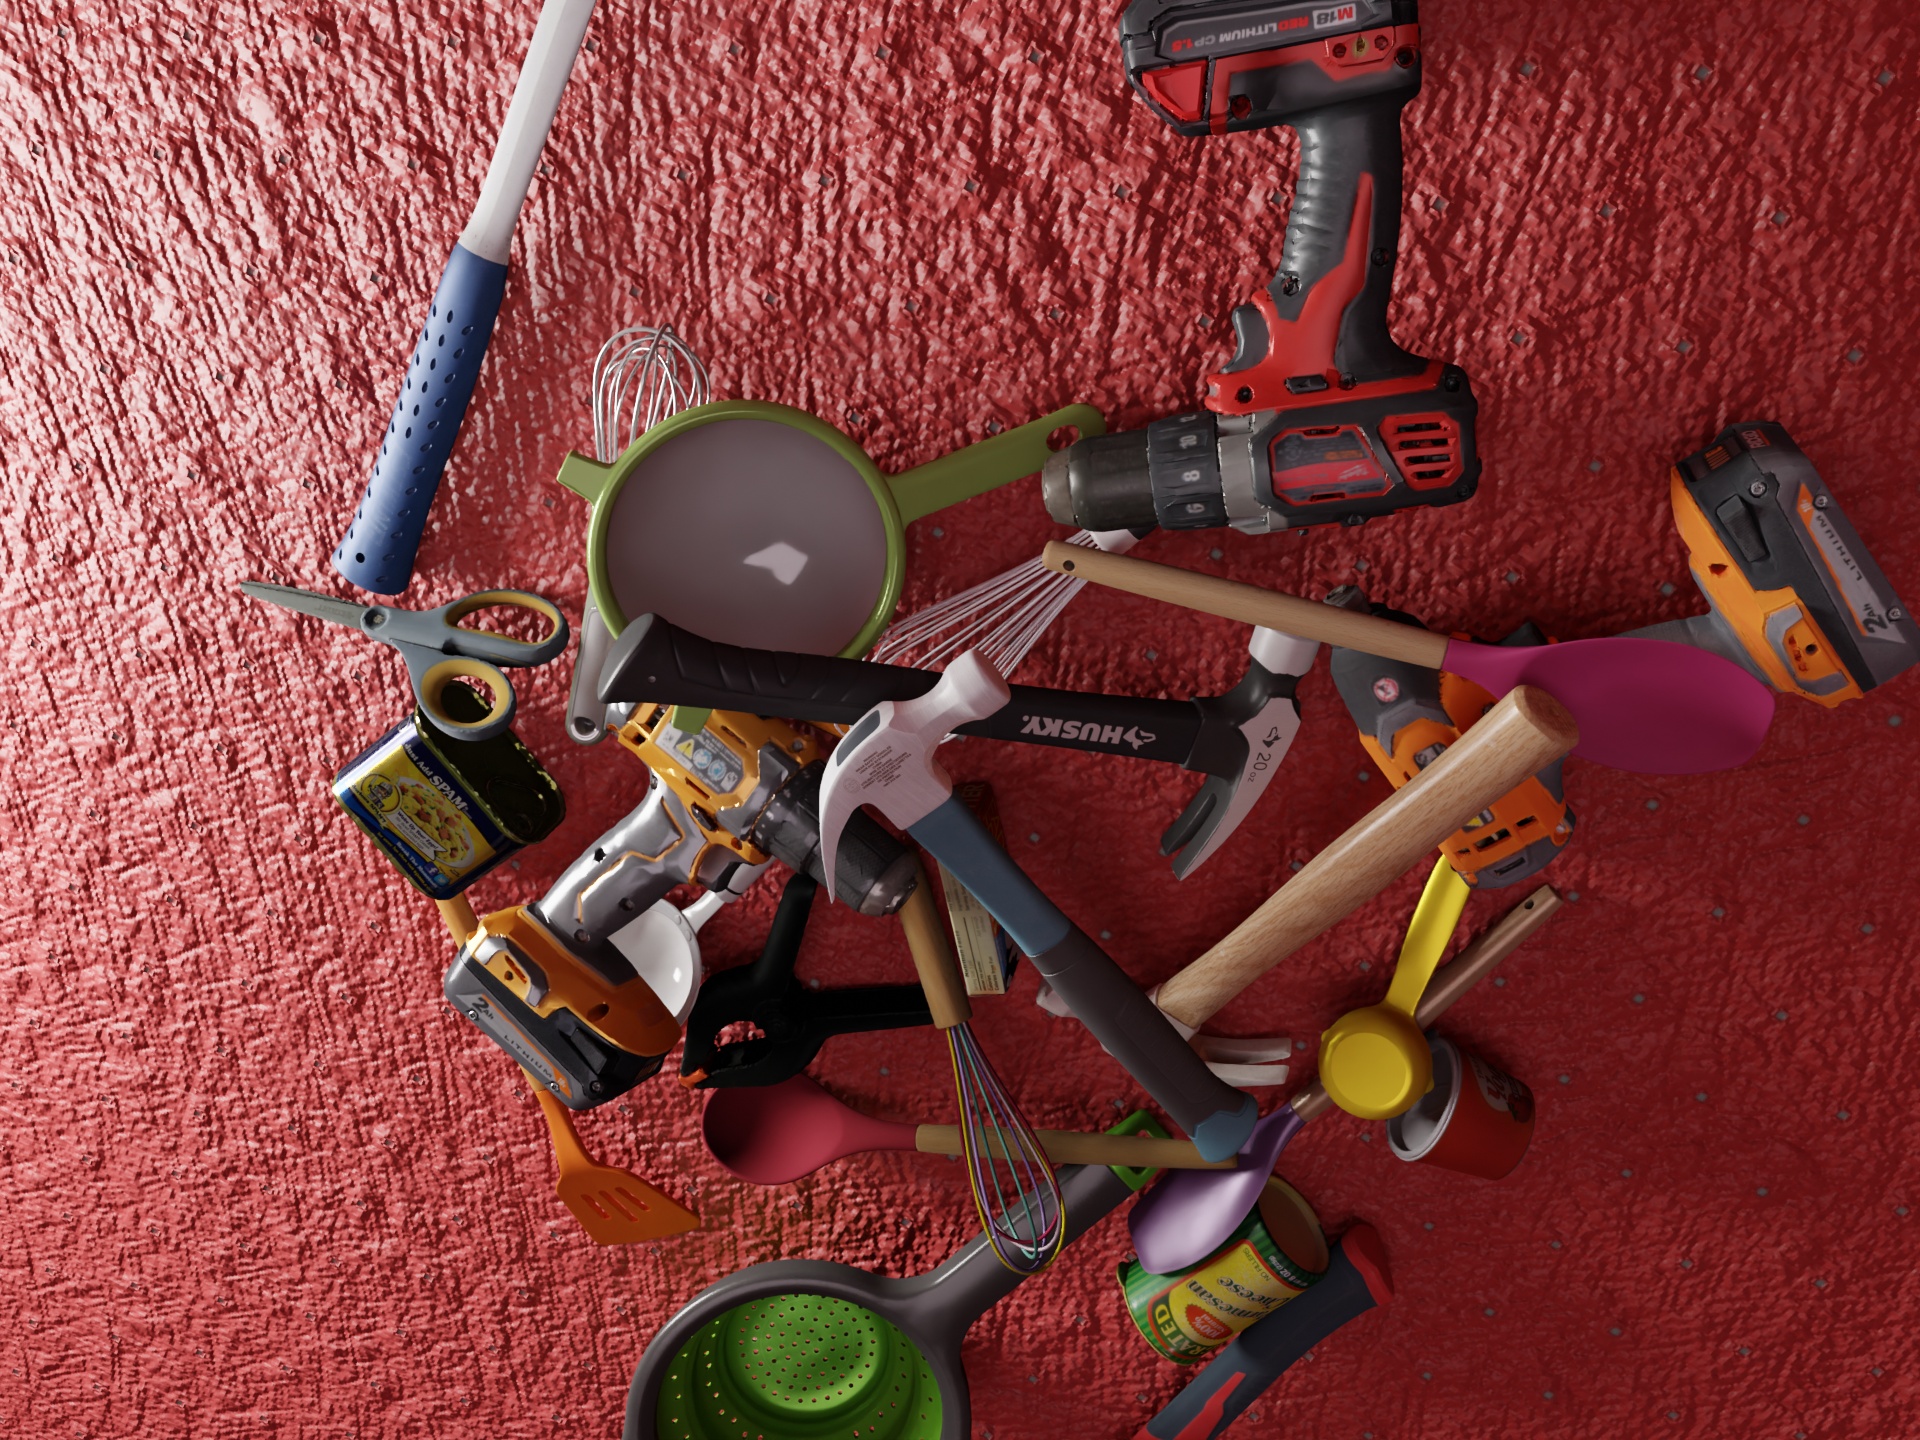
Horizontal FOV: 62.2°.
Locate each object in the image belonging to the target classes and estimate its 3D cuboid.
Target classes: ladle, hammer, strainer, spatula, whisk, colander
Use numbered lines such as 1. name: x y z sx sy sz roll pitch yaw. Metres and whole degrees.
1. ladle: 0.001 0.240 0.916 0.315 0.031 0.069 -1 75 16
2. hammer: -0.001 -0.002 0.756 0.334 0.035 0.146 7 120 -16
3. strainer: -0.055 -0.107 0.778 0.256 0.069 0.151 -21 115 0
4. spatula: -0.262 0.198 0.977 0.081 0.041 0.322 -17 104 19
5. hammer: 0.052 0.115 0.787 0.128 0.033 0.330 -34 118 14
6. hammer: 0.174 0.092 0.781 0.130 0.031 0.331 32 133 -9
7. whisk: 0.006 0.185 0.874 0.047 0.051 0.245 -19 89 -6
8. hammer: 0.124 0.433 0.986 0.143 0.038 0.386 33 116 -1
9. spatula: 0.203 0.198 0.860 0.018 0.060 0.316 30 113 -31
10. strainer: -0.134 0.099 0.894 0.258 0.050 0.087 -45 66 19
11. whisk: 0.050 -0.072 0.775 0.284 0.070 0.070 -37 101 19
12. hammer: -0.223 -0.233 0.770 0.144 0.035 0.405 29 116 -1
13. whisk: -0.175 -0.088 0.818 0.058 0.059 0.246 16 121 -4
14. colander: -0.035 0.355 0.970 0.397 0.094 0.204 -41 100 6

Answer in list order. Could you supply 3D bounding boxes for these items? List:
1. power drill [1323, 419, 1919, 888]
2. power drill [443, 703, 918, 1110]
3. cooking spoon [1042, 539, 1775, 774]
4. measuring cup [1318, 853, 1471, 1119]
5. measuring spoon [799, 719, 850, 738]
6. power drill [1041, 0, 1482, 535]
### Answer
1. power drill: 0.285 -0.037 0.723 0.226 0.084 0.164 -34 102 27
2. power drill: -0.145 0.098 0.839 0.185 0.084 0.226 38 101 10
3. cooking spoon: 0.189 -0.037 0.704 0.319 0.017 0.068 15 129 13
4. measuring cup: 0.229 0.133 0.815 0.062 0.029 0.156 23 101 23
5. measuring spoon: -0.077 -0.006 0.845 0.117 0.011 0.021 28 91 4
6. power drill: 0.117 -0.189 0.676 0.188 0.080 0.226 -5 105 14
